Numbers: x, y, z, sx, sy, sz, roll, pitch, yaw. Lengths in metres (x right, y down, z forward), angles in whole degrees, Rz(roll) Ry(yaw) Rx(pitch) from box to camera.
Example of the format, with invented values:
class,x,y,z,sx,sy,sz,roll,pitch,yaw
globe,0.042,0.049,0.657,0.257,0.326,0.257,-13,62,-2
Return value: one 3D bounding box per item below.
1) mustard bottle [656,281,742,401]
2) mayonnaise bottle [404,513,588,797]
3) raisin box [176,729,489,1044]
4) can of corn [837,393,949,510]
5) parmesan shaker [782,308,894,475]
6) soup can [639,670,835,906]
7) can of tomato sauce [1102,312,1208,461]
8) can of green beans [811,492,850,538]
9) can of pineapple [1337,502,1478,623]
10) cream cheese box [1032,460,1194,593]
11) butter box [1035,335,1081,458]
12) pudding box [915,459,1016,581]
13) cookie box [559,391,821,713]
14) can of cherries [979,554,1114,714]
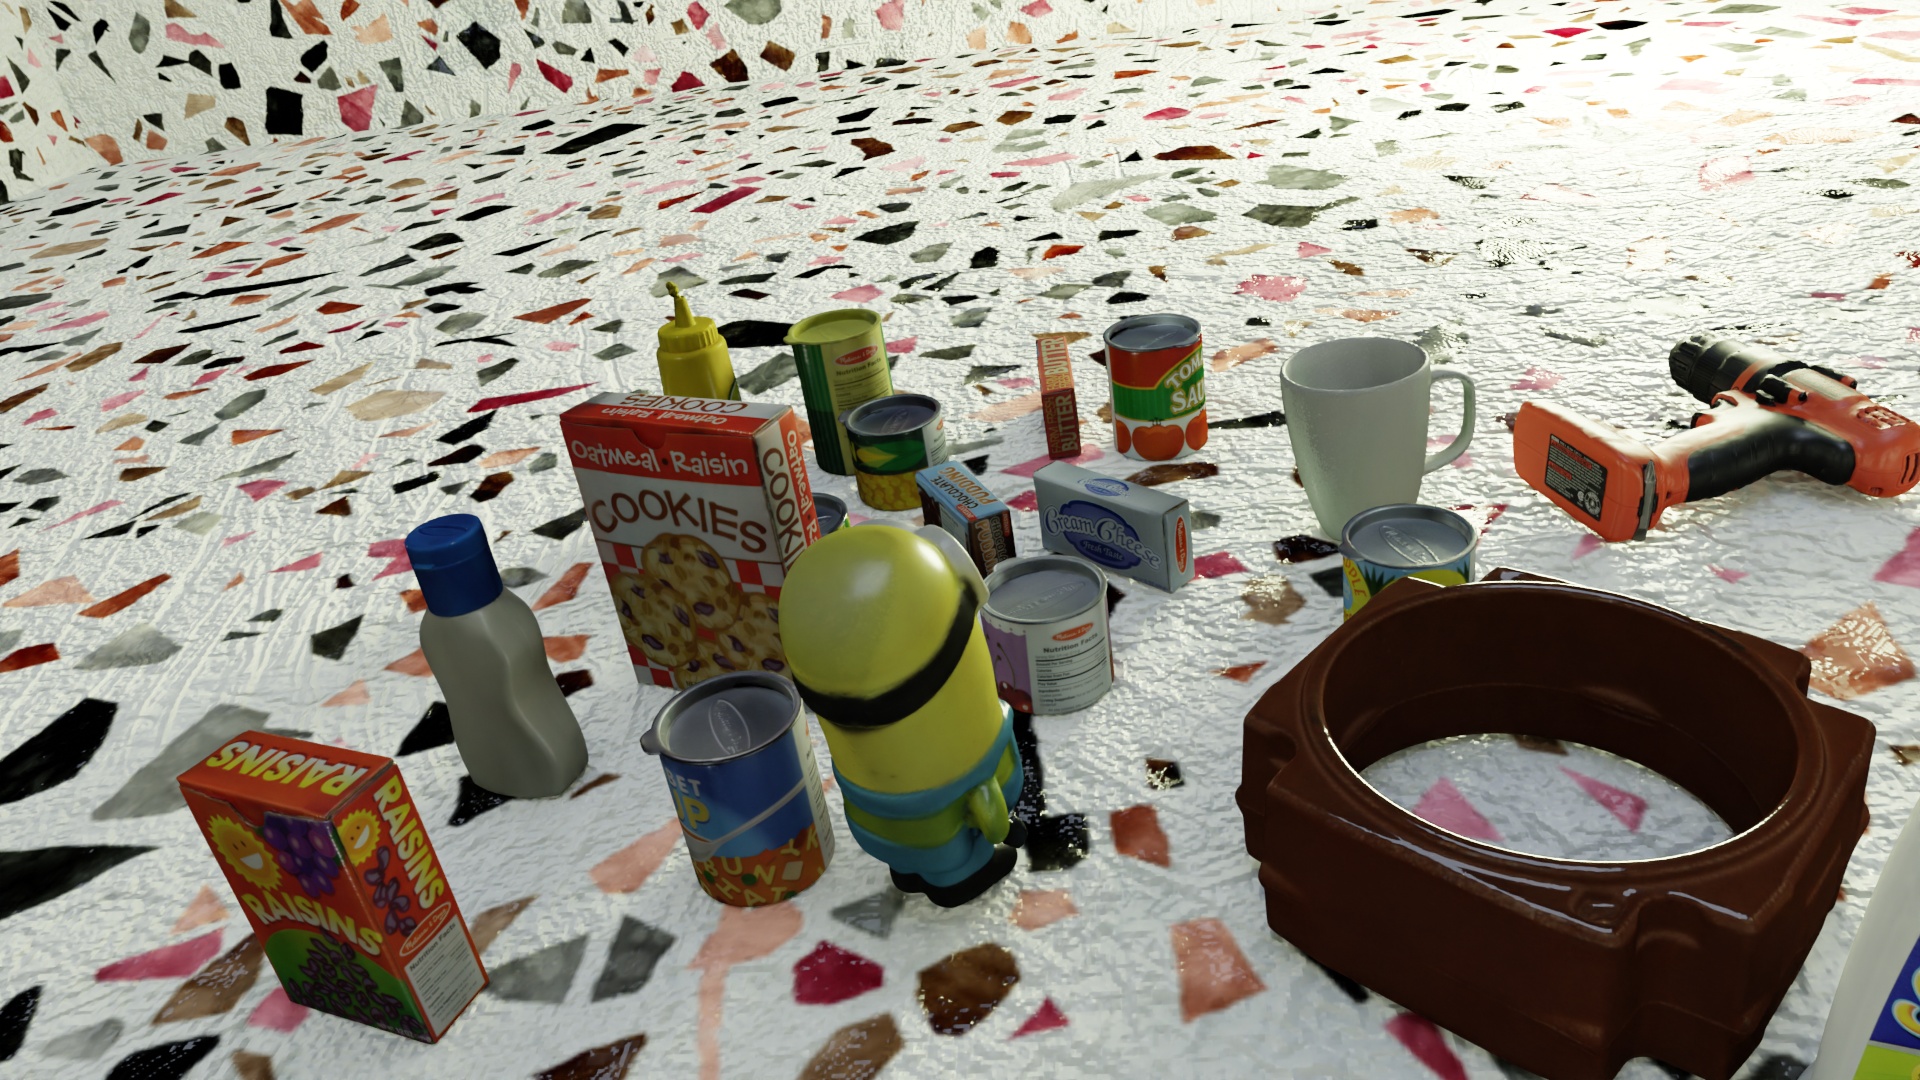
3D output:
class,x,y,z,sx,sy,sz,roll,pitch,yaw
mustard bottle,-0.176,-0.100,0.948,0.049,0.159,0.065,-8,28,2
mayonnaise bottle,-0.233,0.059,0.688,0.065,0.147,0.041,3,30,21
raisin box,-0.255,0.142,0.569,0.086,0.122,0.040,6,32,25
can of corn,-0.044,-0.060,0.944,0.071,0.058,0.071,-7,28,4
parmesan shaker,-0.083,-0.105,0.990,0.071,0.102,0.071,-7,28,4
soup can,-0.098,0.111,0.621,0.071,0.083,0.072,-7,28,4
can of tomato sauce,0.136,-0.104,0.947,0.071,0.082,0.071,-7,28,4
can of green beans,-0.095,0.012,0.828,0.071,0.057,0.071,-7,28,4
can of pineapple,0.229,0.021,0.718,0.071,0.057,0.071,-7,28,4
cream cheese box,0.089,-0.009,0.818,0.024,0.053,0.104,-30,35,-34
butter box,0.070,-0.104,0.997,0.024,0.053,0.104,-7,28,4
pudding box,0.003,-0.011,0.849,0.030,0.049,0.084,-18,30,-17
cookie box,-0.133,0.007,0.734,0.123,0.166,0.040,6,32,26
can of cherries,0.045,0.048,0.722,0.071,0.058,0.072,-7,28,4
